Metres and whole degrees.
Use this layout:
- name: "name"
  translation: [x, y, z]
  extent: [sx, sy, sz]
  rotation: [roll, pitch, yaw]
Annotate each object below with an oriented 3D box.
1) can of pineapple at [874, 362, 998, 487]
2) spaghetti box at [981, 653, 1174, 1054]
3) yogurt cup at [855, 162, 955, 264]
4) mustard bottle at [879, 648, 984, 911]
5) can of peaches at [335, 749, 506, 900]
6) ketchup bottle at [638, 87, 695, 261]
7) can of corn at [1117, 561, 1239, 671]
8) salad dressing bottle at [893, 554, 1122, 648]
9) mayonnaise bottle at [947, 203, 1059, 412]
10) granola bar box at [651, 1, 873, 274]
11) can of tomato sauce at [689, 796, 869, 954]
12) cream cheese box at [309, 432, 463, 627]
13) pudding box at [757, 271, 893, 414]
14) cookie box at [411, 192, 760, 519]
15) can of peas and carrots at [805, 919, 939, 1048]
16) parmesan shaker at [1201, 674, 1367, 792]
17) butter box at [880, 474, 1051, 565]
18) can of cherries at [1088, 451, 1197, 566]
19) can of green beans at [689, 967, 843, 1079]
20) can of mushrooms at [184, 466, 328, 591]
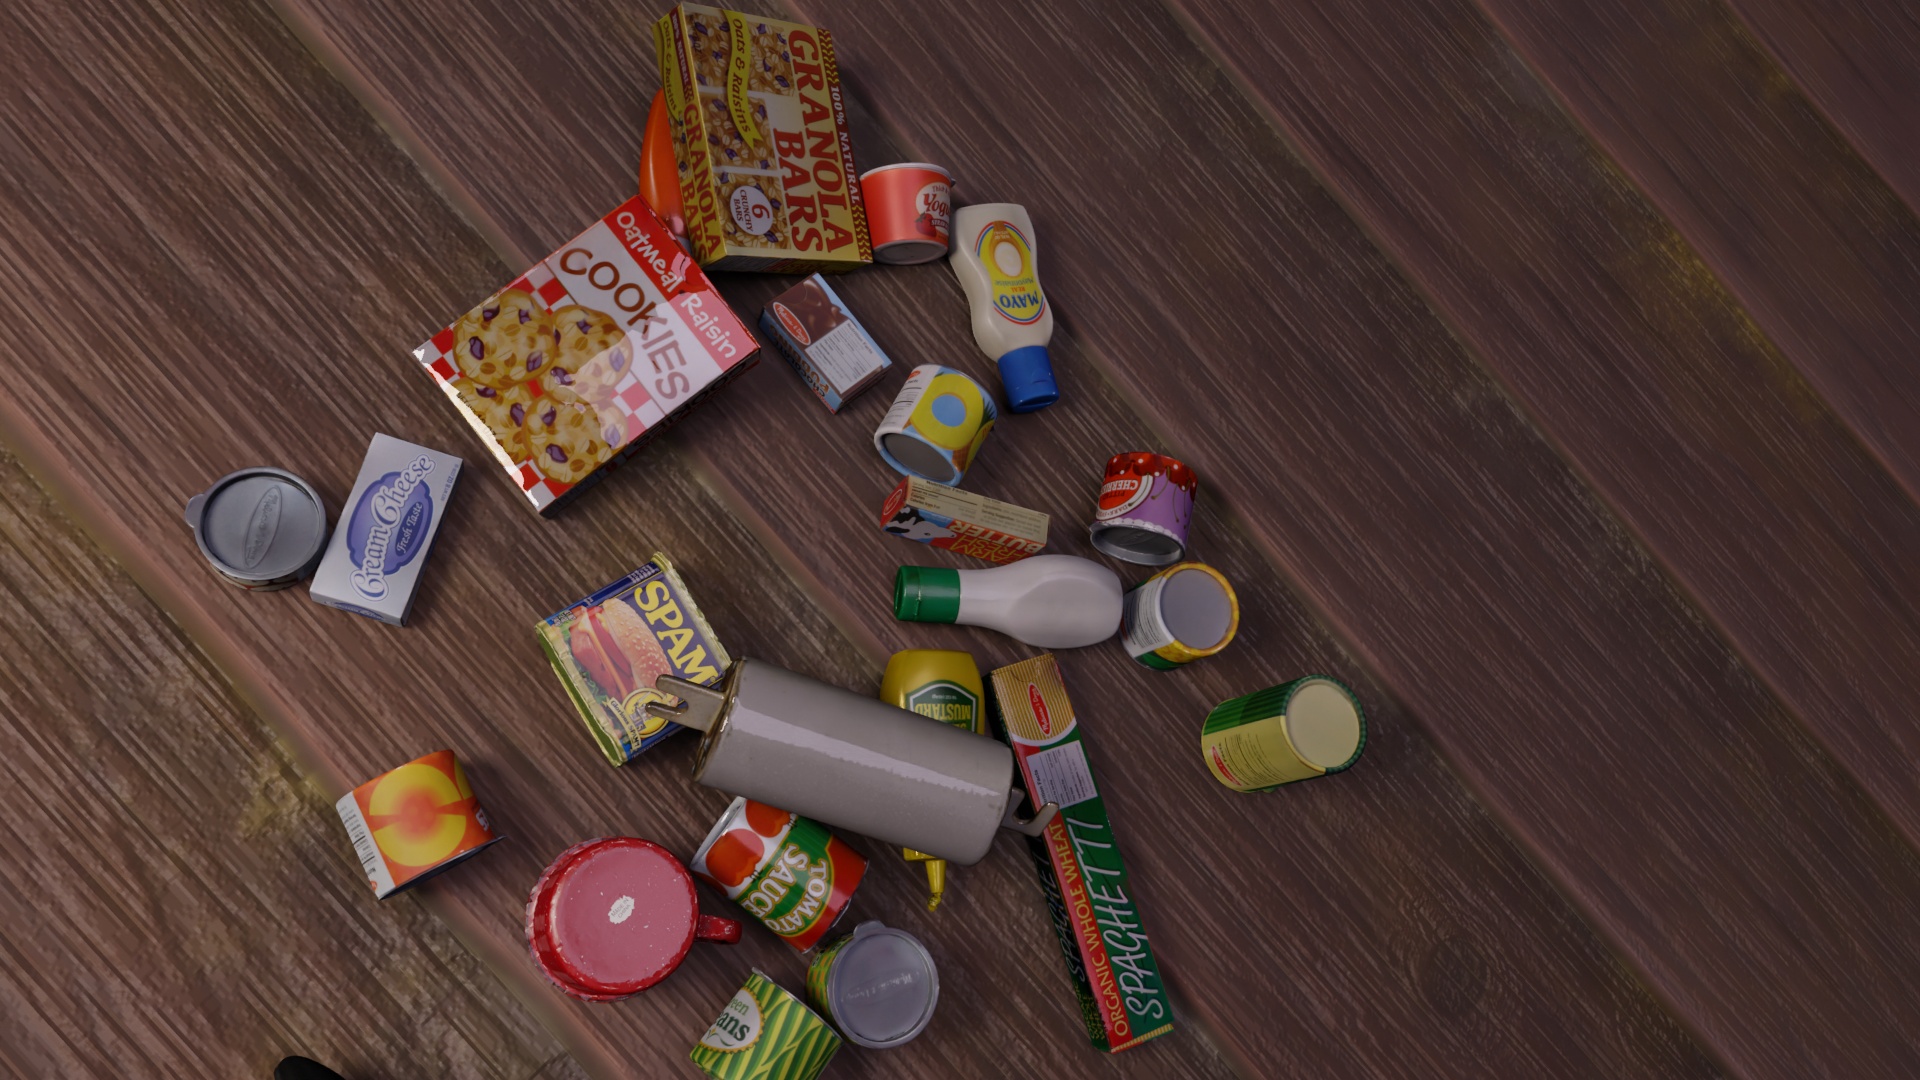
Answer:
- name: "can of pineapple"
  translation: [-0.015, -0.075, 0.928]
  extent: [0.071, 0.070, 0.058]
  rotation: [33, 66, -9]
- name: "spaghetti box"
  translation: [0.073, 0.199, 0.897]
  extent: [0.050, 0.028, 0.250]
  rotation: [-13, 79, -23]
- name: "yogurt cup"
  translation: [-0.038, -0.226, 0.967]
  extent: [0.072, 0.072, 0.054]
  rotation: [-2, 83, -21]
- name: "mustard bottle"
  translation: [-0.016, 0.149, 0.868]
  extent: [0.065, 0.048, 0.160]
  rotation: [2, 73, -18]
- name: "can of peaches"
  translation: [-0.293, 0.152, 0.755]
  extent: [0.071, 0.071, 0.058]
  rotation: [-26, 84, -25]
- name: "ketchup bottle"
  translation: [-0.184, -0.227, 0.923]
  extent: [0.065, 0.043, 0.149]
  rotation: [14, 70, -23]
- name: "can of corn"
  translation: [0.152, 0.052, 0.955]
  extent: [0.071, 0.058, 0.071]
  rotation: [6, 73, -19]
- name: "salad dressing bottle"
  translation: [0.031, 0.039, 0.918]
  extent: [0.148, 0.044, 0.064]
  rotation: [4, 117, -14]
- name: "mayonnaise bottle"
  translation: [0.035, -0.165, 0.987]
  extent: [0.065, 0.041, 0.148]
  rotation: [-9, 77, -25]
- name: "granola bar box"
  translation: [-0.130, -0.261, 0.922]
  extent: [0.124, 0.039, 0.165]
  rotation: [-8, 86, -44]
- name: "can of tomato sauce"
  translation: [-0.106, 0.190, 0.810]
  extent: [0.083, 0.071, 0.071]
  rotation: [38, 65, -6]
- name: "cream cheese box"
  translation: [-0.334, -0.007, 0.811]
  extent: [0.053, 0.024, 0.104]
  rotation: [18, 68, -13]
- name: "pudding box"
  translation: [-0.091, -0.133, 0.937]
  extent: [0.050, 0.030, 0.083]
  rotation: [-40, 90, -25]
- name: "cookie box"
  translation: [-0.225, -0.113, 0.851]
  extent: [0.168, 0.040, 0.123]
  rotation: [-38, 90, -10]
- name: "can of peas and carrots"
  translation: [-0.054, 0.259, 0.815]
  extent: [0.071, 0.058, 0.071]
  rotation: [6, 71, -19]
- name: "parmesan shaker"
  translation: [0.218, 0.132, 0.930]
  extent: [0.071, 0.102, 0.071]
  rotation: [6, 72, -19]
- name: "butter box"
  translation: [0.003, -0.012, 0.922]
  extent: [0.103, 0.053, 0.024]
  rotation: [16, 67, -16]
- name: "can of cherries"
  translation: [0.126, -0.023, 0.963]
  extent: [0.071, 0.071, 0.058]
  rotation: [20, 68, -14]
- name: "can of green beans"
  translation: [-0.109, 0.287, 0.782]
  extent: [0.071, 0.071, 0.058]
  rotation: [42, 65, -4]
- name: "can of mushrooms"
  translation: [-0.395, -0.007, 0.783]
  extent: [0.071, 0.033, 0.071]
  rotation: [6, 73, -19]
